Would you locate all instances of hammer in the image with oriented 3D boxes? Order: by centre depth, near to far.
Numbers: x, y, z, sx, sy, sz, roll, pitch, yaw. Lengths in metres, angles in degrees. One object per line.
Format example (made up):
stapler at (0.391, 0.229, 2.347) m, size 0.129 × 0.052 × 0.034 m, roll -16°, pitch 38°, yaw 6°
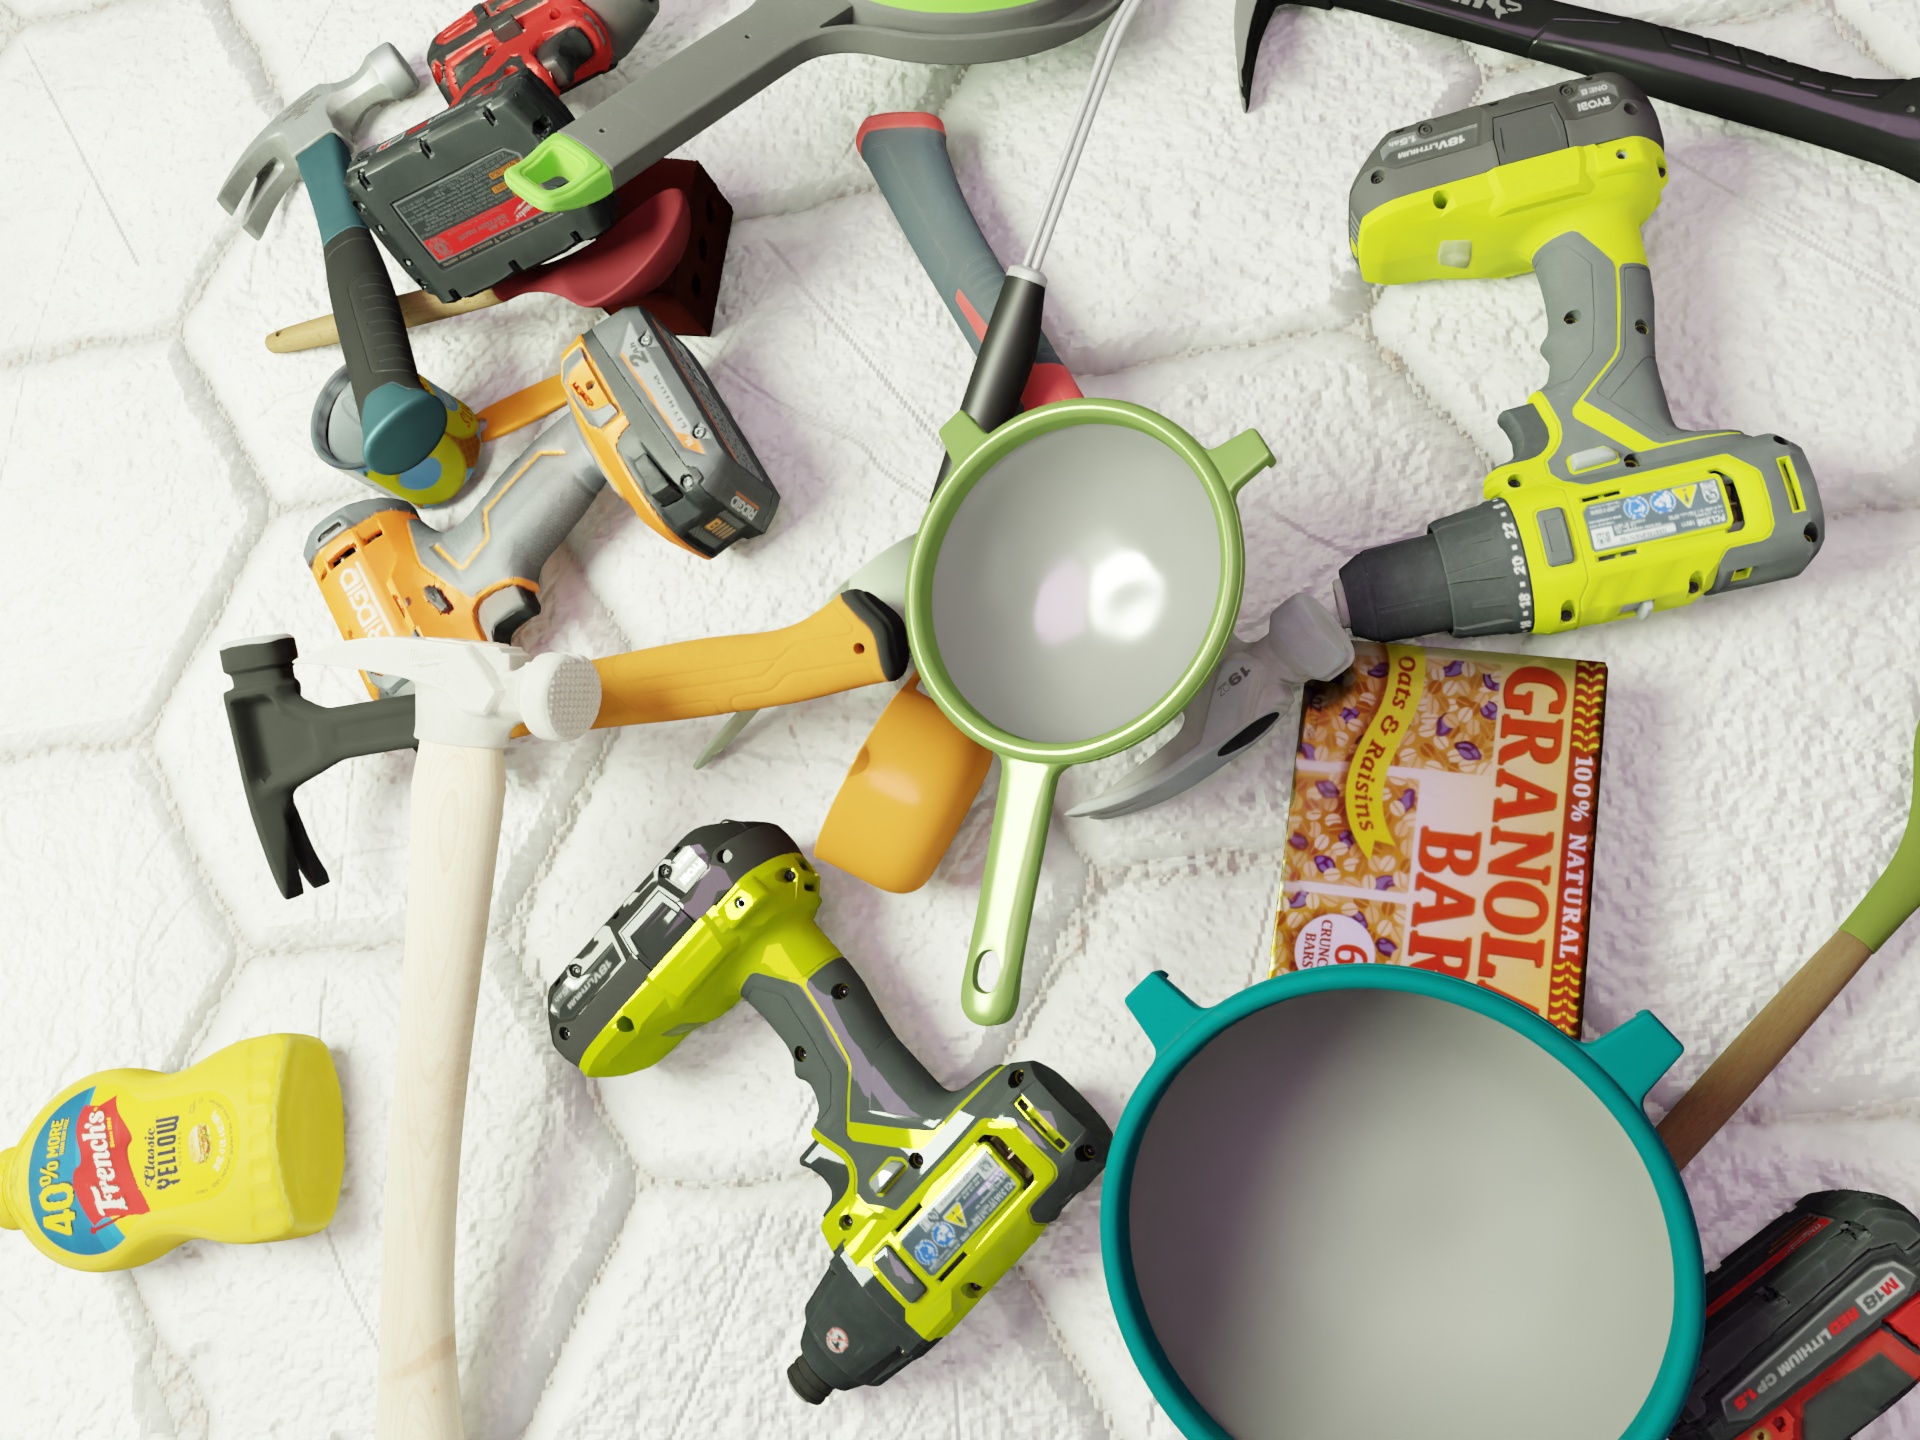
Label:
hammer at (-0.241, 0.168, 0.702) m, size 0.146 × 0.038 × 0.410 m, roll 7°, pitch 94°, yaw 24°
hammer at (-0.184, -0.001, 0.729) m, size 0.337 × 0.034 × 0.127 m, roll -9°, pitch 96°, yaw 16°
hammer at (0.287, -0.316, 0.748) m, size 0.335 × 0.035 × 0.146 m, roll 26°, pitch 83°, yaw 19°
hammer at (0.029, -0.141, 0.760) m, size 0.143 × 0.038 × 0.387 m, roll -39°, pitch 64°, yaw 25°
hammer at (-0.321, -0.245, 0.842) m, size 0.128 × 0.033 × 0.331 m, roll -32°, pitch 53°, yaw 5°

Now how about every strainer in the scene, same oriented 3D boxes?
strainer at (0.166, 0.255, 0.610) m, size 0.211 × 0.095 × 0.340 m, roll 1°, pitch 93°, yaw 22°
strainer at (0.046, -0.001, 0.660) m, size 0.151 × 0.069 × 0.256 m, roll 10°, pitch 88°, yaw 32°

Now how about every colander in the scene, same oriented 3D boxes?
colander at (-0.060, -0.372, 0.745) m, size 0.205 × 0.094 × 0.397 m, roll 37°, pitch 64°, yaw 18°

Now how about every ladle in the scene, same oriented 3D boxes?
ladle at (0.331, 0.104, 0.616) m, size 0.078 × 0.062 × 0.320 m, roll 42°, pitch 92°, yaw 23°
ladle at (-0.260, -0.222, 0.833) m, size 0.315 × 0.031 × 0.069 m, roll -3°, pitch 56°, yaw 31°

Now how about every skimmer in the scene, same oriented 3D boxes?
skimmer at (0.024, -0.265, 0.700) m, size 0.090 × 0.127 × 0.363 m, roll 15°, pitch 101°, yaw -21°

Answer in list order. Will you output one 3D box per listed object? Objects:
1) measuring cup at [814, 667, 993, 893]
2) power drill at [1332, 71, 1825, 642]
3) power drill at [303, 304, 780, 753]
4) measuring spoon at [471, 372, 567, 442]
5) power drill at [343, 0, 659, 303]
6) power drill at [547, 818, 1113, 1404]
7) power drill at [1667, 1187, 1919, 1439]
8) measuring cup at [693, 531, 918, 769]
measuring cup at (-0.001, -0.002, 0.714) m, size 0.052 × 0.095 × 0.173 m, roll 30°, pitch 83°, yaw 4°
power drill at (0.243, -0.147, 0.694) m, size 0.190 × 0.080 × 0.229 m, roll -12°, pitch 76°, yaw 11°
power drill at (-0.207, -0.081, 0.794) m, size 0.226 × 0.084 × 0.164 m, roll -34°, pitch 71°, yaw 8°
measuring spoon at (-0.222, -0.178, 0.857) m, size 0.117 × 0.011 × 0.021 m, roll -24°, pitch 71°, yaw 9°
power drill at (-0.222, -0.321, 0.821) m, size 0.143 × 0.078 × 0.220 m, roll -18°, pitch 44°, yaw 18°
power drill at (-0.068, 0.167, 0.694) m, size 0.223 × 0.080 × 0.171 m, roll 44°, pitch 94°, yaw 18°
power drill at (0.372, 0.274, 0.551) m, size 0.188 × 0.080 × 0.227 m, roll -39°, pitch 73°, yaw 2°
measuring cup at (-0.063, -0.021, 0.754) m, size 0.167 × 0.083 × 0.038 m, roll -44°, pitch 83°, yaw 18°
